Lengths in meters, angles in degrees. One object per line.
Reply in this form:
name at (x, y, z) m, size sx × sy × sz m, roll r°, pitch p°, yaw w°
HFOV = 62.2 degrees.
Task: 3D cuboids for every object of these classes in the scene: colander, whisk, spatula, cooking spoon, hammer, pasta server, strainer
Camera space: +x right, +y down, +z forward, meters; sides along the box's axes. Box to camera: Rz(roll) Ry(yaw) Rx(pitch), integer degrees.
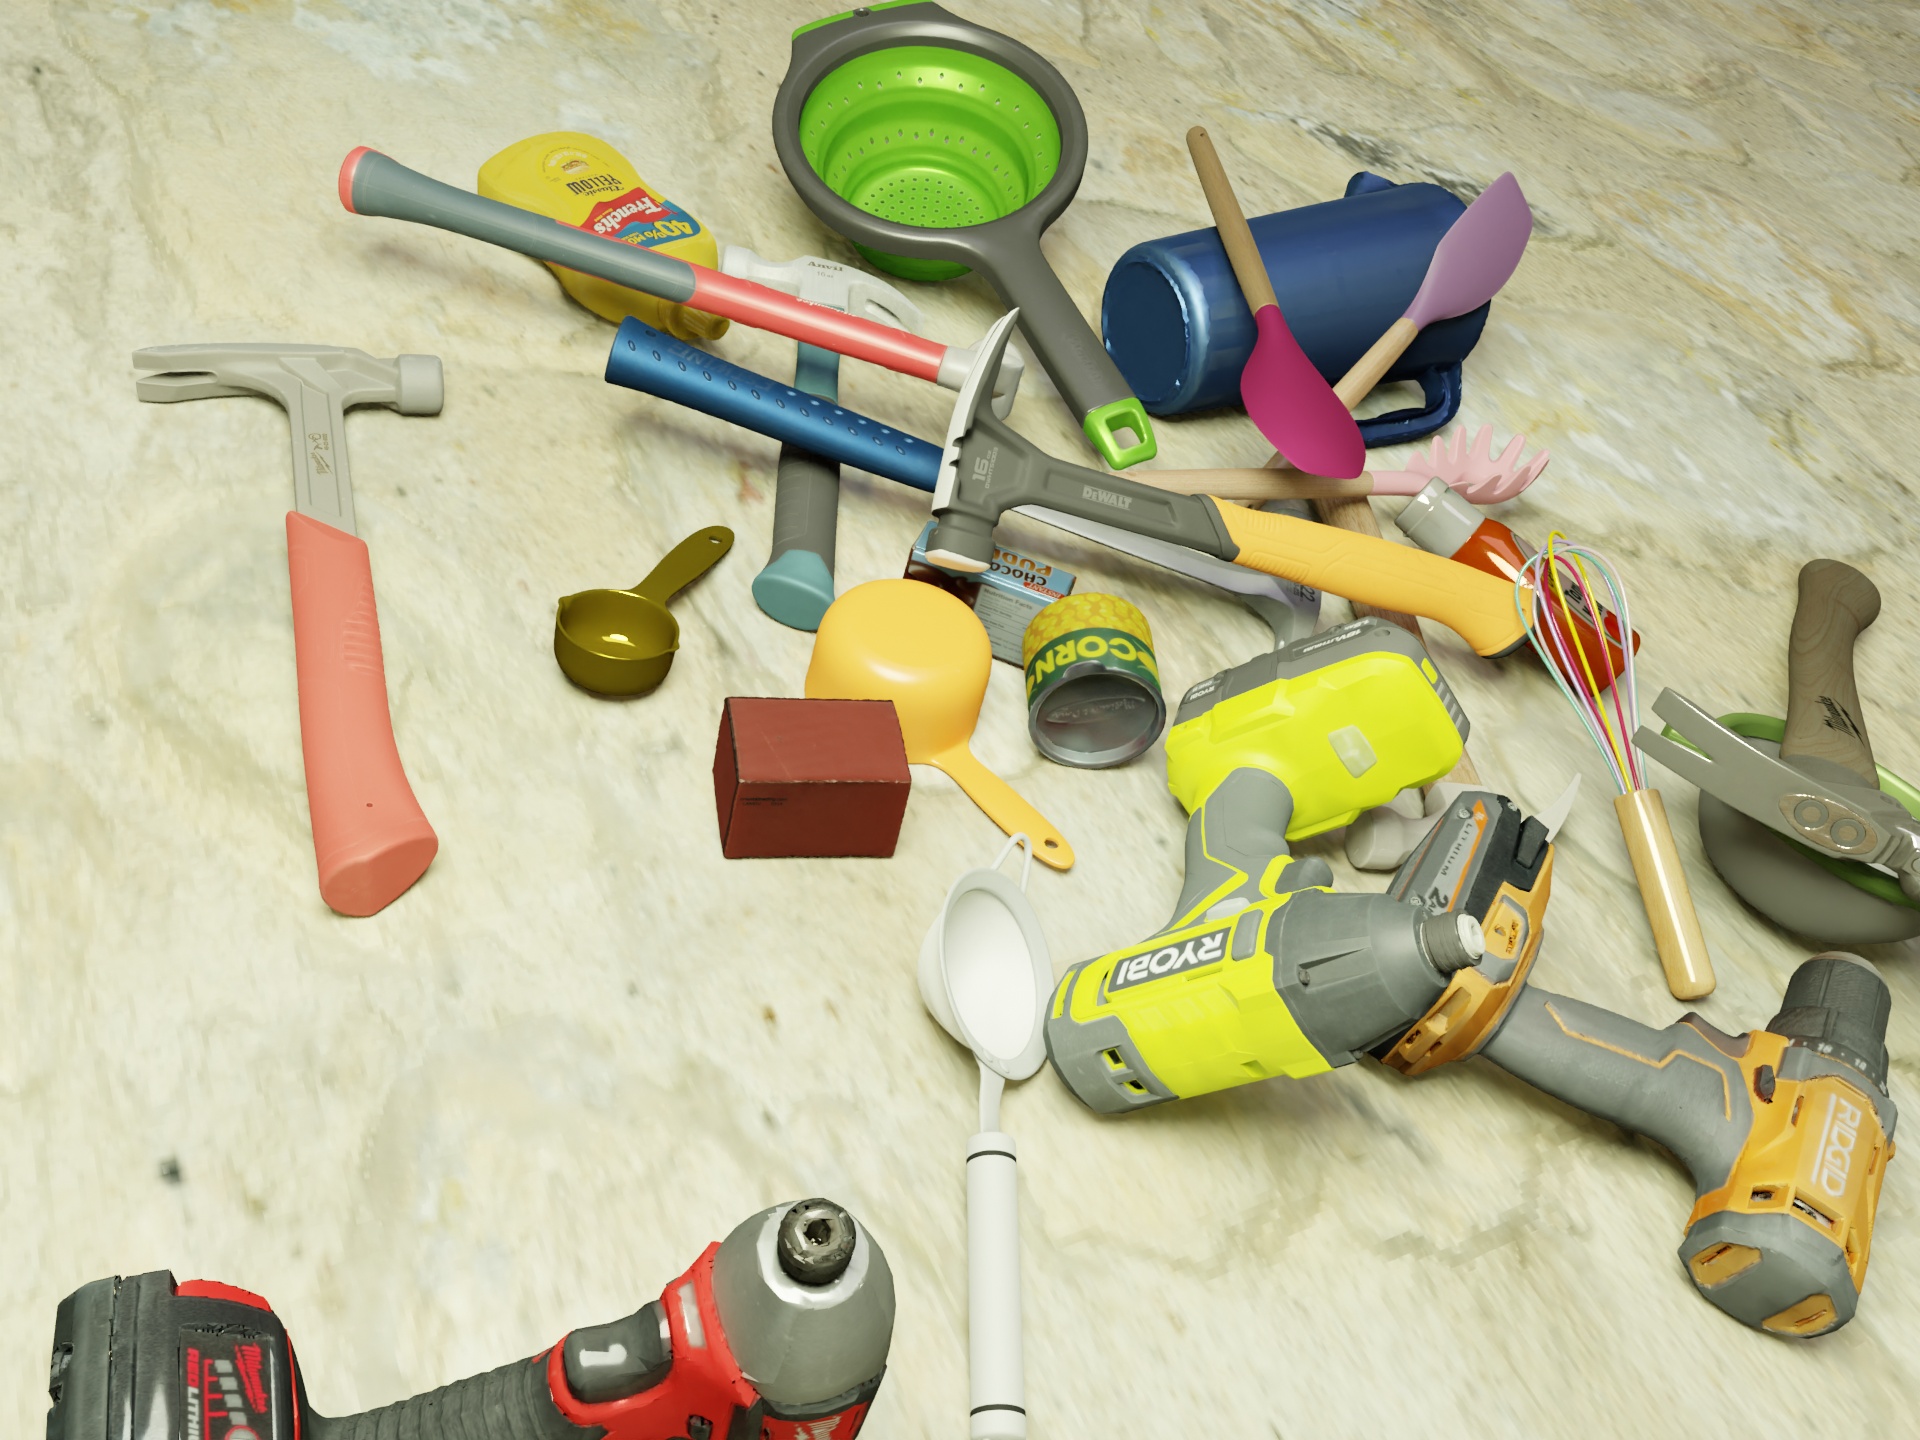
colander at (0.013, -0.296, 1.028) m, size 0.204 × 0.094 × 0.397 m, roll -21°, pitch 67°, yaw -16°
whisk at (0.326, 0.016, 0.790) m, size 0.051 × 0.047 × 0.245 m, roll -12°, pitch 70°, yaw 10°
spatula at (0.265, -0.227, 0.990) m, size 0.316 × 0.059 × 0.018 m, roll -47°, pitch 29°, yaw -16°
cooking spoon at (0.172, -0.253, 0.925) m, size 0.068 × 0.017 × 0.319 m, roll 5°, pitch 50°, yaw -18°
hammer at (-0.086, -0.171, 0.907) m, size 0.128 × 0.033 × 0.331 m, roll 7°, pitch 44°, yaw -9°
hammer at (0.009, -0.123, 0.851) m, size 0.405 × 0.035 × 0.144 m, roll 19°, pitch 44°, yaw -10°
pasta server at (0.217, -0.145, 0.924) m, size 0.316 × 0.040 × 0.060 m, roll -5°, pitch 35°, yaw -29°
hammer at (0.245, -0.043, 0.884) m, size 0.130 × 0.031 × 0.332 m, roll 6°, pitch 44°, yaw -11°
strainer at (0.009, 0.156, 0.600) m, size 0.086 × 0.050 × 0.259 m, roll 44°, pitch 33°, yaw -40°
strainer at (0.449, 0.098, 0.764) m, size 0.151 × 0.069 × 0.257 m, roll 4°, pitch 37°, yaw -29°
hammer at (0.462, -0.029, 0.869) m, size 0.146 × 0.038 × 0.410 m, roll 30°, pitch 31°, yaw 15°
hammer at (0.152, -0.100, 0.812) m, size 0.336 × 0.034 × 0.127 m, roll 14°, pitch 86°, yaw -17°
hammer at (-0.153, -0.236, 0.860) m, size 0.386 × 0.038 × 0.143 m, roll 17°, pitch 17°, yaw 0°
hammer at (-0.297, -0.061, 0.726) m, size 0.149 × 0.036 × 0.359 m, roll -5°, pitch 47°, yaw -22°

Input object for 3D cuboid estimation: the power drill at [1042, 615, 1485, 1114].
power drill at (0.139, 0.056, 0.661) m, size 0.080 × 0.171 × 0.223 m, roll 53°, pitch 36°, yaw -19°

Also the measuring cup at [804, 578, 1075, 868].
measuring cup at (-0.001, -0.002, 0.747) m, size 0.095 × 0.052 × 0.174 m, roll -25°, pitch 55°, yaw -36°

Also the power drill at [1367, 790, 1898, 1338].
power drill at (0.293, 0.125, 0.687) m, size 0.226 × 0.084 × 0.185 m, roll 34°, pitch 51°, yaw 11°

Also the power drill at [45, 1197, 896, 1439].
power drill at (-0.126, 0.191, 0.449) m, size 0.219 × 0.143 × 0.079 m, roll -6°, pitch 51°, yaw -20°

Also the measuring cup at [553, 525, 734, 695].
measuring cup at (-0.148, -0.057, 0.785) m, size 0.062 × 0.029 × 0.157 m, roll 22°, pitch 32°, yaw 5°
